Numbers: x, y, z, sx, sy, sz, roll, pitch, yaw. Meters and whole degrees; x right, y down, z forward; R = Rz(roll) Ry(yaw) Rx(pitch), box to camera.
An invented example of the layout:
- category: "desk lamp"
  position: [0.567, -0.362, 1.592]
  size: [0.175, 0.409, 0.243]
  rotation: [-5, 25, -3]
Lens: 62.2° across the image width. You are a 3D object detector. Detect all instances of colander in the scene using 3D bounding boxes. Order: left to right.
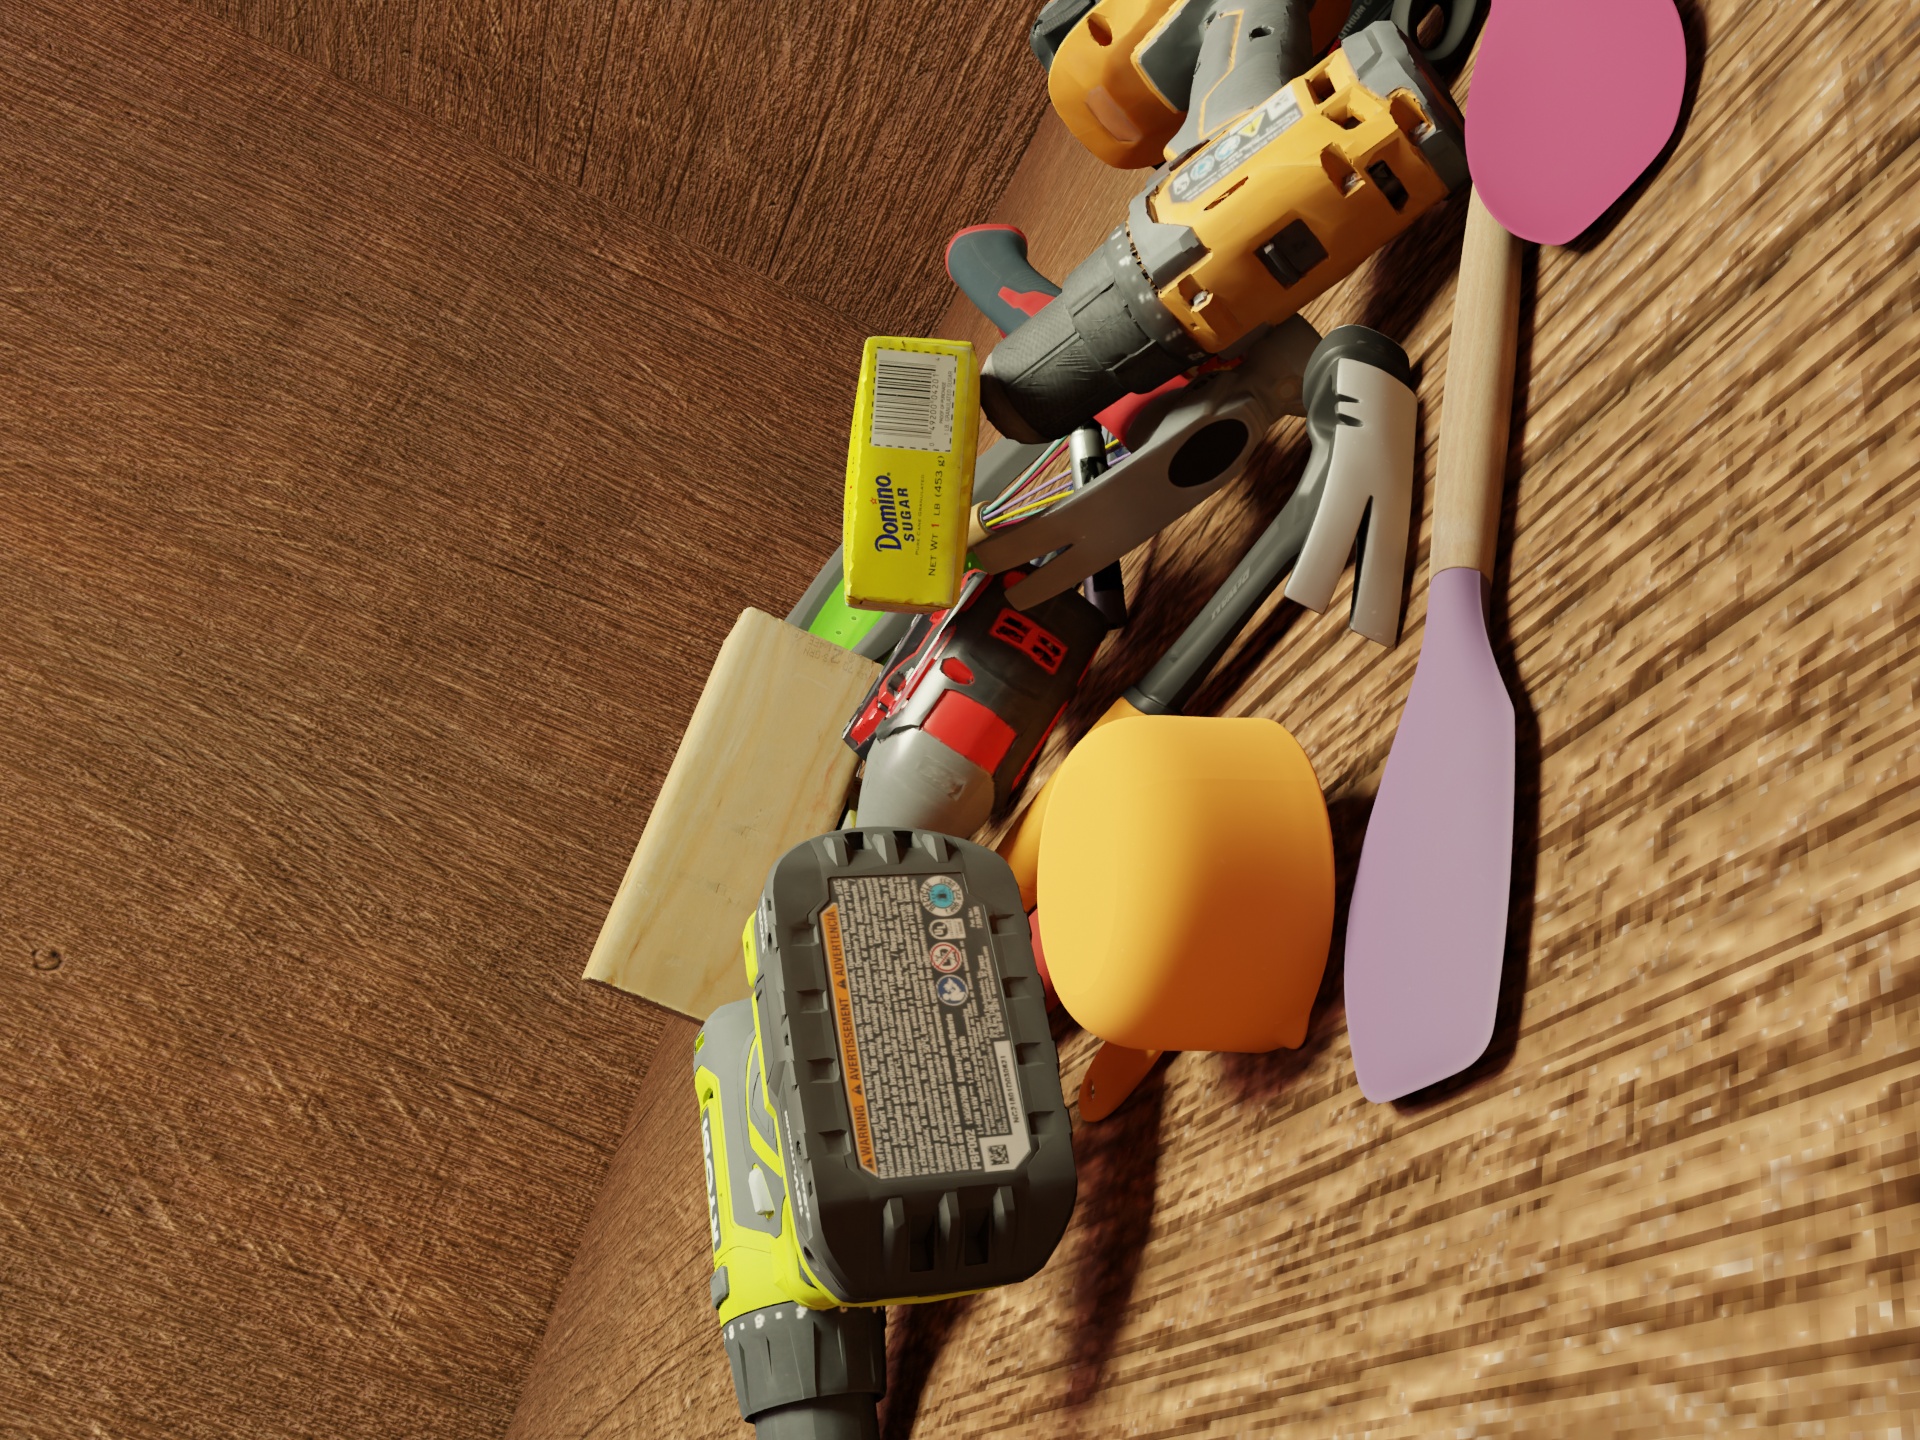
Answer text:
- category: "colander"
  position: [0.023, -0.108, 0.986]
  size: [0.397, 0.094, 0.205]
  rotation: [-40, 24, 30]

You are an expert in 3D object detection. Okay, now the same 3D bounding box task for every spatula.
- category: "spatula"
  position: [0.128, -0.053, 0.407]
  size: [0.059, 0.018, 0.316]
  rotation: [-49, 20, 56]

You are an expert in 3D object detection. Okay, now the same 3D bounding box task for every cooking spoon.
- category: "cooking spoon"
  position: [0.172, -0.255, 0.510]
  size: [0.068, 0.017, 0.319]
  rotation: [-48, 30, 42]

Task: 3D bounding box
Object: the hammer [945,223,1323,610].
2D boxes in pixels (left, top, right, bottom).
- category: "hammer"
  position: [0.033, -0.167, 0.726]
  size: [0.143, 0.038, 0.387]
  rotation: [-35, 28, 5]

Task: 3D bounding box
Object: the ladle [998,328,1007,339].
- category: "ladle"
  position: [0.056, -0.200, 0.840]
  size: [0.031, 0.069, 0.316]
  rotation: [-25, 23, 0]

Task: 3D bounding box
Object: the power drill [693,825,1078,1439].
- category: "power drill"
  position: [-0.039, 0.156, 0.521]
  size: [0.228, 0.080, 0.191]
  rotation: [116, 148, -53]

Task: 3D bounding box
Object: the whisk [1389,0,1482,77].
- category: "whisk"
  position: [0.215, -0.382, 0.605]
  size: [0.073, 0.073, 0.296]
  rotation: [-173, 101, -81]

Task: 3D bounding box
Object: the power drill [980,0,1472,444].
- category: "power drill"
  position: [0.080, -0.213, 0.598]
  size: [0.185, 0.084, 0.226]
  rotation: [-33, 39, 27]

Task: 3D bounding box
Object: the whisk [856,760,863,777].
- category: "whisk"
  position: [-0.077, 0.062, 1.034]
  size: [0.246, 0.059, 0.058]
  rotation: [88, 170, -63]

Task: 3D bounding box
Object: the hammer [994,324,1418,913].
- category: "hammer"
  position: [0.059, 0.015, 0.587]
  size: [0.336, 0.034, 0.127]
  rotation: [123, 168, -47]

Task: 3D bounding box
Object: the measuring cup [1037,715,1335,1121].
- category: "measuring cup"
  position: [0.042, 0.068, 0.442]
  size: [0.173, 0.052, 0.095]
  rotation: [113, 155, -46]

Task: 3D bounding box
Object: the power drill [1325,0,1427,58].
- category: "power drill"
  position: [0.106, -0.377, 0.676]
  size: [0.188, 0.226, 0.080]
  rotation: [139, 153, -70]

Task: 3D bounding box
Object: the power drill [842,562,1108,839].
- category: "power drill"
  position: [-0.001, -0.002, 0.722]
  size: [0.143, 0.078, 0.220]
  rotation: [-57, 4, 3]

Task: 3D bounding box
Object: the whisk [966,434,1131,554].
- category: "whisk"
  position: [0.028, -0.111, 0.829]
  size: [0.245, 0.051, 0.047]
  rotation: [-21, 55, 47]

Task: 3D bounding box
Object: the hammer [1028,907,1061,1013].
- category: "hammer"
  position: [0.001, 0.129, 0.611]
  size: [0.359, 0.036, 0.149]
  rotation: [126, 159, -51]
